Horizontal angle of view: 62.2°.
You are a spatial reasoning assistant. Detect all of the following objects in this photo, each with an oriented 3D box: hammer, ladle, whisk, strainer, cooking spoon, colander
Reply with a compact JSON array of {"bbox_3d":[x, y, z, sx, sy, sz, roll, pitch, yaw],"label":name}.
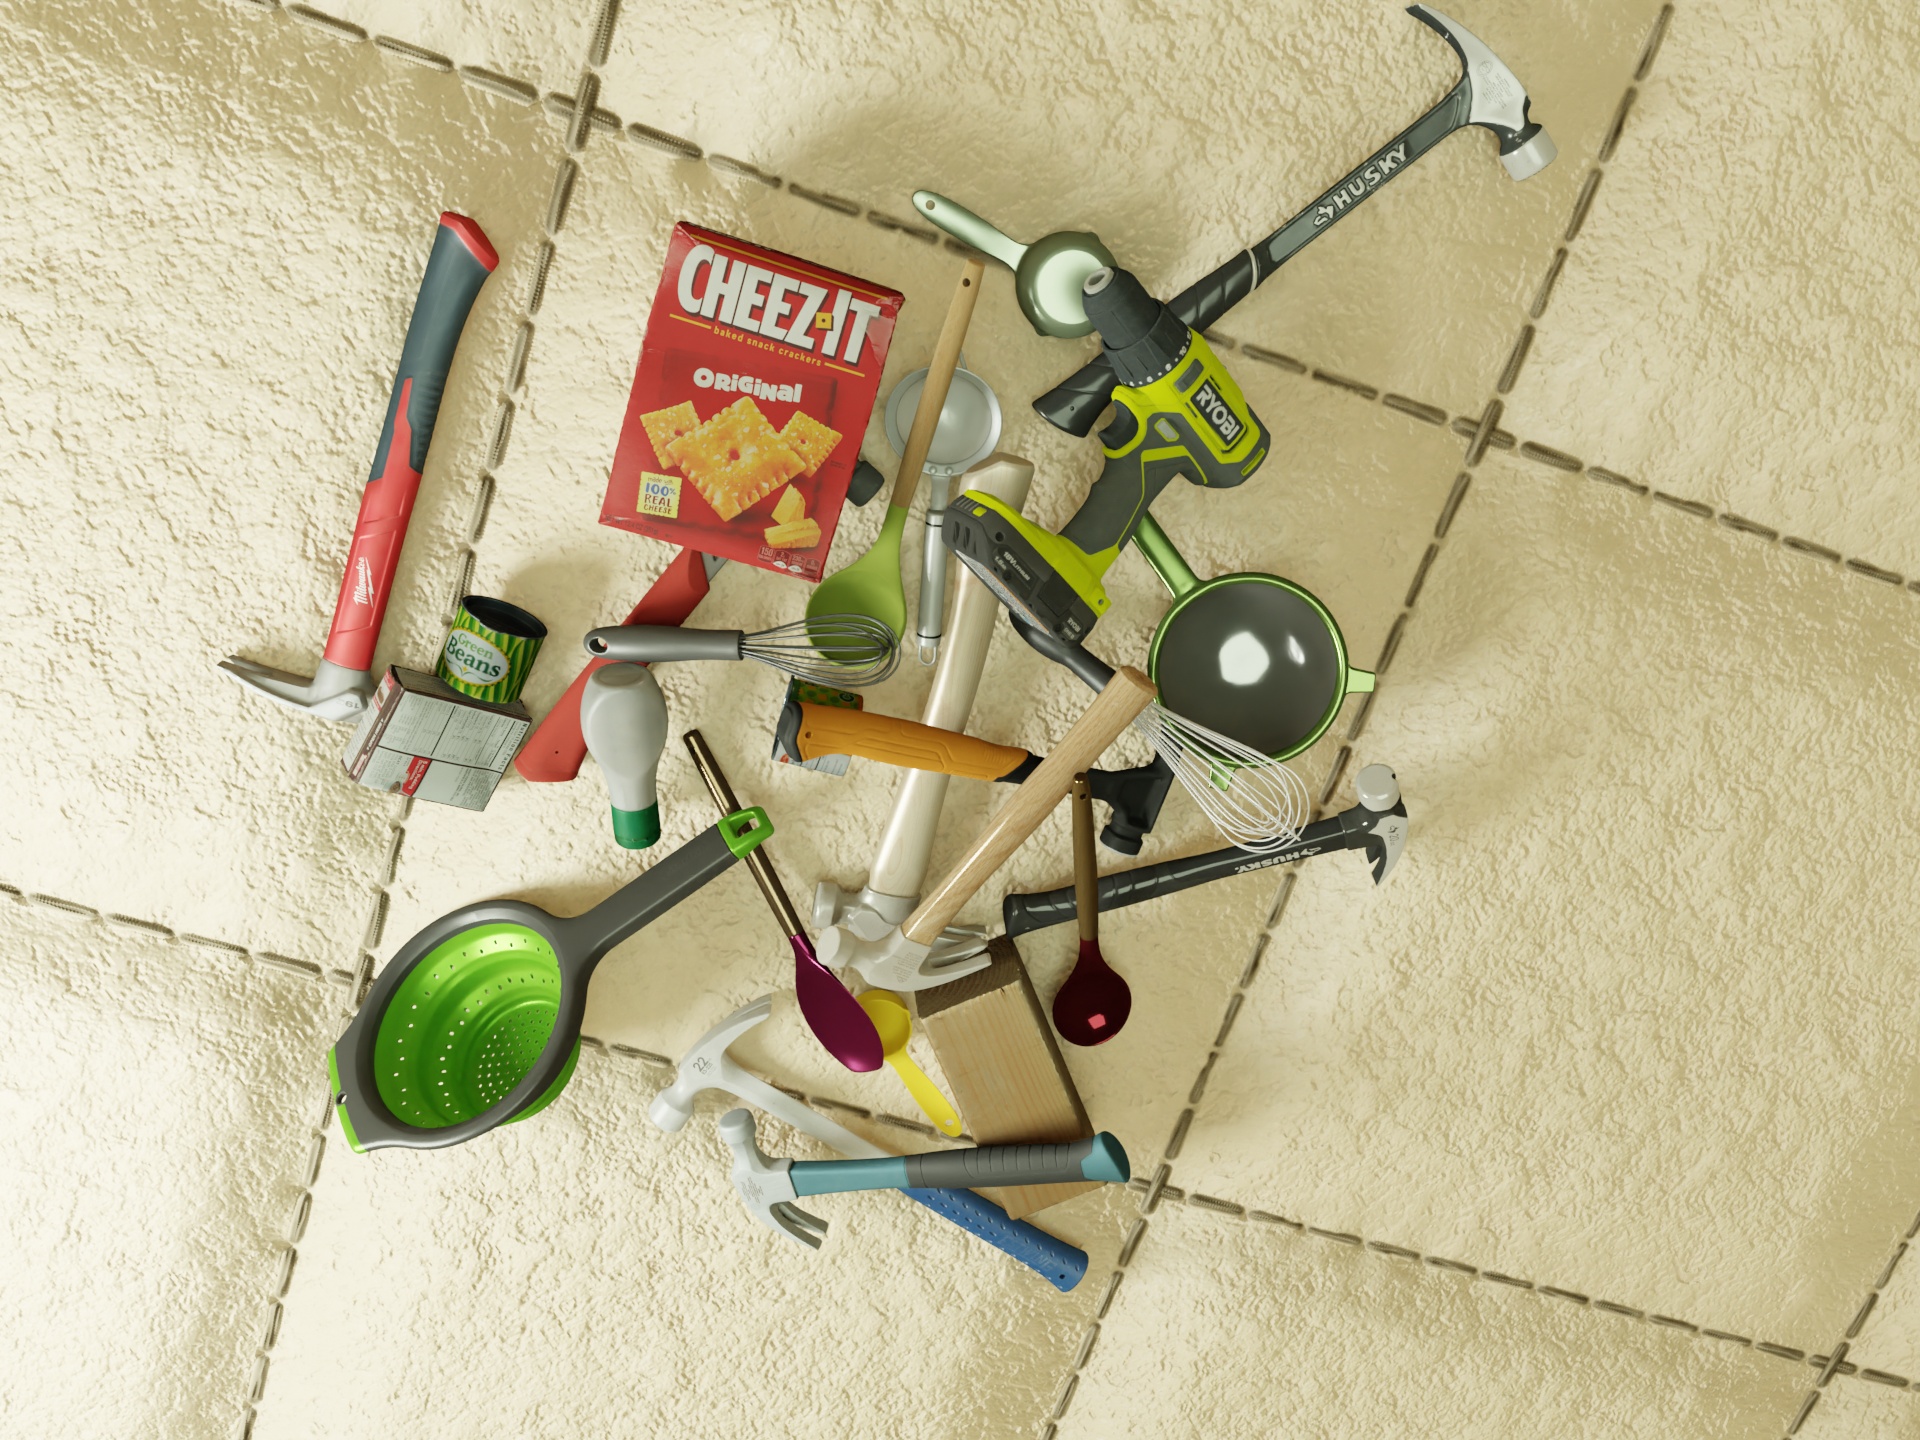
[{"bbox_3d":[0.193,0.123,1.283,0.335,0.035,0.146,-16,145,10],"label":"hammer"},{"bbox_3d":[0.100,0.153,1.255,0.069,0.031,0.315,-14,134,-7],"label":"ladle"},{"bbox_3d":[0.143,-0.001,1.193,0.285,0.070,0.070,41,103,19],"label":"whisk"},{"bbox_3d":[0.021,0.023,1.201,0.336,0.034,0.127,11,108,-30],"label":"hammer"},{"bbox_3d":[0.191,-0.084,1.231,0.151,0.069,0.256,-36,90,14],"label":"strainer"},{"bbox_3d":[0.035,0.088,1.204,0.130,0.031,0.331,24,117,-34],"label":"hammer"},{"bbox_3d":[0.223,-0.344,1.154,0.409,0.036,0.149,-36,106,8],"label":"hammer"},{"bbox_3d":[-0.162,-0.052,1.168,0.239,0.055,0.055,2,109,8],"label":"whisk"},{"bbox_3d":[-0.144,0.149,1.280,0.069,0.017,0.318,-17,105,38],"label":"cooking spoon"},{"bbox_3d":[-0.028,0.364,1.289,0.331,0.033,0.128,-8,111,16],"label":"hammer"},{"bbox_3d":[-0.002,-0.004,1.230,0.146,0.038,0.410,12,112,-9],"label":"hammer"},{"bbox_3d":[-0.018,-0.161,1.195,0.087,0.050,0.258,5,114,0],"label":"strainer"},{"bbox_3d":[-0.058,0.381,1.372,0.405,0.035,0.144,33,103,-13],"label":"hammer"},{"bbox_3d":[-0.301,0.205,1.256,0.397,0.205,0.094,-34,140,-1],"label":"colander"},{"bbox_3d":[-0.041,-0.175,1.139,0.078,0.062,0.320,28,123,12],"label":"ladle"},{"bbox_3d":[-0.226,-0.097,1.202,0.149,0.037,0.359,39,101,-15],"label":"hammer"},{"bbox_3d":[-0.427,-0.183,1.159,0.143,0.038,0.386,19,106,-8],"label":"hammer"}]

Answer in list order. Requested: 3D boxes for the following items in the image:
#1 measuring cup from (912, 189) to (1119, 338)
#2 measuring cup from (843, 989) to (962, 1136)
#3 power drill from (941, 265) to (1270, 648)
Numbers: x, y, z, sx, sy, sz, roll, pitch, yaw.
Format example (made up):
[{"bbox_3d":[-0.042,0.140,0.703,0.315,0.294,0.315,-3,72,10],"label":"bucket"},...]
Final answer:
[{"bbox_3d":[0.040,-0.334,1.140,0.167,0.038,0.083,26,105,-14],"label":"measuring cup"},{"bbox_3d":[-0.044,0.292,1.350,0.062,0.029,0.156,-31,110,6],"label":"measuring cup"},{"bbox_3d":[0.096,-0.184,1.121,0.228,0.080,0.190,-49,125,-3],"label":"power drill"}]
